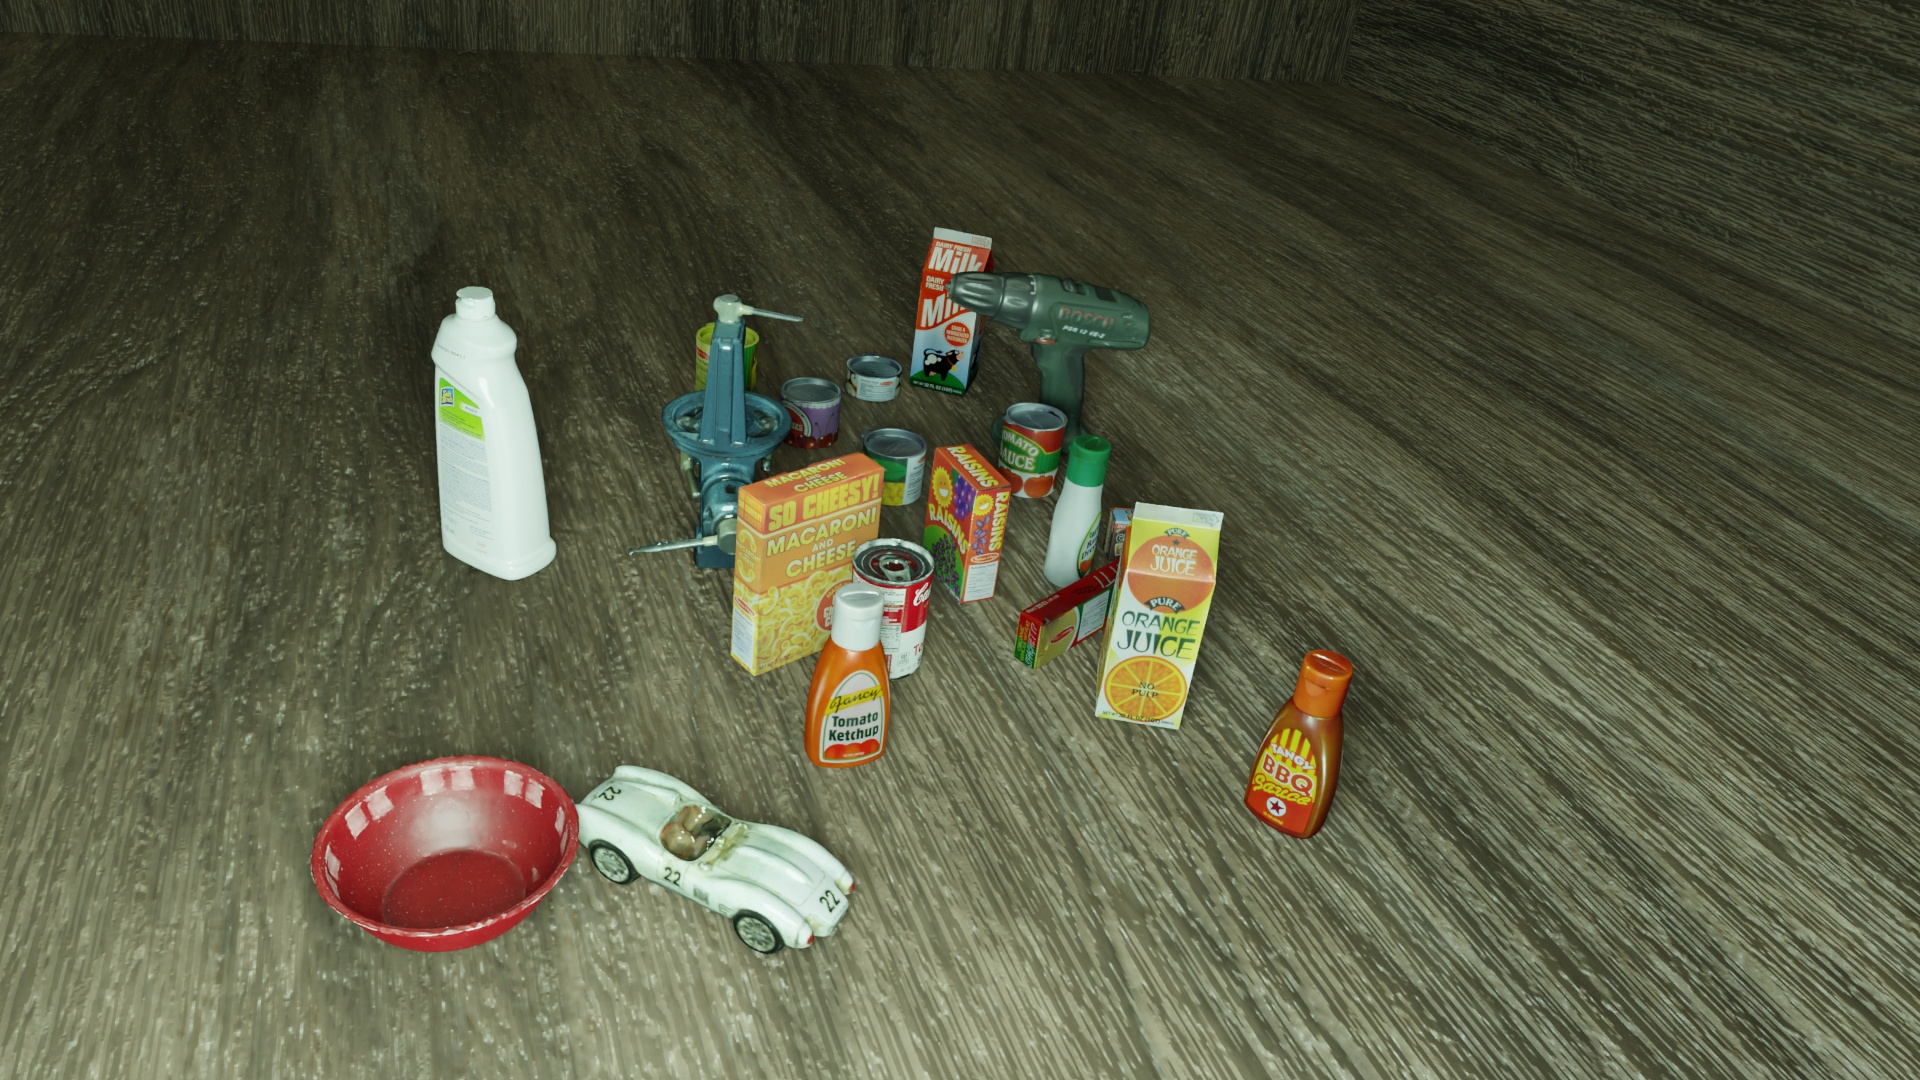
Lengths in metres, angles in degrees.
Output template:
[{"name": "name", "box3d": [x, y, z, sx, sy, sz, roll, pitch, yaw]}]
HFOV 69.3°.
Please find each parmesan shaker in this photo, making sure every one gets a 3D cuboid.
[{"name": "parmesan shaker", "box3d": [-0.257, -0.178, 1.520, 0.071, 0.102, 0.071, 6, 31, -3]}]

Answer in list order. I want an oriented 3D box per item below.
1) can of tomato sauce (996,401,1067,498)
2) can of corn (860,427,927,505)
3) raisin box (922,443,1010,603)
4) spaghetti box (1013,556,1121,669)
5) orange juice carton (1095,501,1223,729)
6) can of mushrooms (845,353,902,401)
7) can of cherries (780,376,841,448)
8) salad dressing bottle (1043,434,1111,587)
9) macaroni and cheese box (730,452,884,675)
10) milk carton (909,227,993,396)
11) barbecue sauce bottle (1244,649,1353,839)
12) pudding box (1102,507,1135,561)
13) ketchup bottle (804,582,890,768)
[{"name": "can of tomato sauce", "box3d": [0.073, -0.096, 1.478, 0.071, 0.082, 0.071, 6, 31, -3]}, {"name": "can of corn", "box3d": [-0.073, -0.077, 1.438, 0.071, 0.058, 0.071, 6, 31, -3]}, {"name": "raisin box", "box3d": [0.005, -0.016, 1.291, 0.040, 0.122, 0.086, -9, 34, -26]}, {"name": "spaghetti box", "box3d": [0.140, 0.049, 1.285, 0.029, 0.050, 0.251, 29, 37, 32]}, {"name": "orange juice carton", "box3d": [0.162, 0.055, 1.140, 0.072, 0.191, 0.073, 9, 30, 1]}, {"name": "can of mushrooms", "box3d": [-0.103, -0.194, 1.649, 0.071, 0.033, 0.071, 6, 31, -3]}, {"name": "can of cherries", "box3d": [-0.167, -0.139, 1.519, 0.071, 0.058, 0.072, 6, 31, -3]}, {"name": "salad dressing bottle", "box3d": [0.112, -0.027, 1.310, 0.044, 0.146, 0.064, 19, 32, 18]}, {"name": "macaroni and cheese box", "box3d": [-0.129, 0.018, 1.161, 0.124, 0.165, 0.040, -20, 41, -39]}, {"name": "milk carton", "box3d": [-0.009, -0.276, 1.655, 0.072, 0.189, 0.074, 13, 31, 8]}, {"name": "barbecue sauce bottle", "box3d": [0.259, 0.152, 1.046, 0.065, 0.147, 0.044, 29, 36, 31]}, {"name": "pudding box", "box3d": [0.188, -0.005, 1.386, 0.084, 0.049, 0.030, 3, 31, -8]}, {"name": "ketchup bottle", "box3d": [-0.082, 0.102, 1.049, 0.065, 0.148, 0.044, -5, 33, -20]}]
